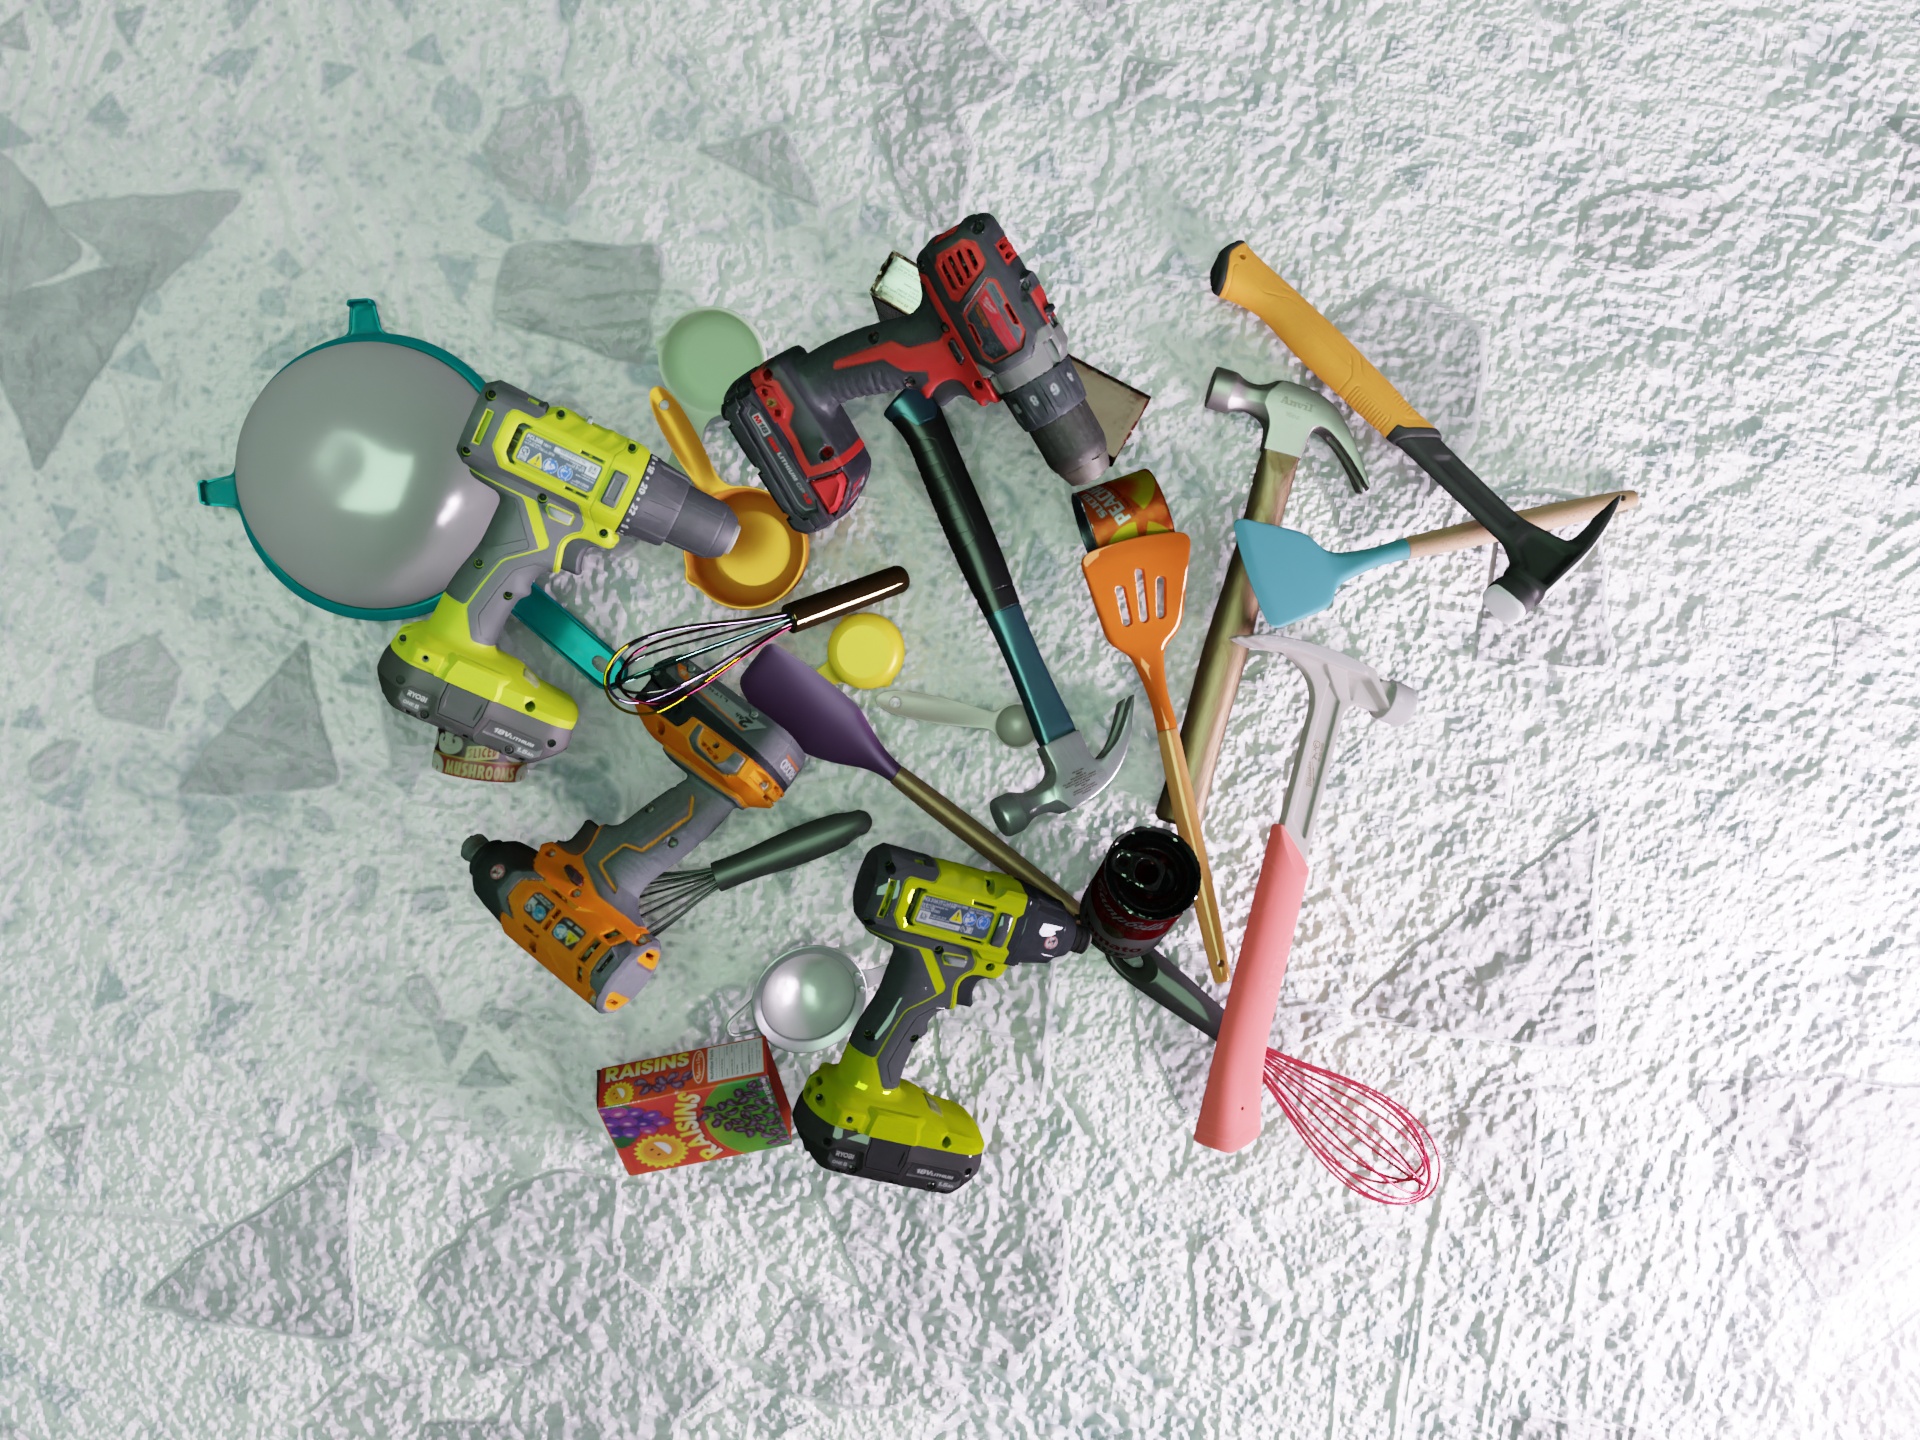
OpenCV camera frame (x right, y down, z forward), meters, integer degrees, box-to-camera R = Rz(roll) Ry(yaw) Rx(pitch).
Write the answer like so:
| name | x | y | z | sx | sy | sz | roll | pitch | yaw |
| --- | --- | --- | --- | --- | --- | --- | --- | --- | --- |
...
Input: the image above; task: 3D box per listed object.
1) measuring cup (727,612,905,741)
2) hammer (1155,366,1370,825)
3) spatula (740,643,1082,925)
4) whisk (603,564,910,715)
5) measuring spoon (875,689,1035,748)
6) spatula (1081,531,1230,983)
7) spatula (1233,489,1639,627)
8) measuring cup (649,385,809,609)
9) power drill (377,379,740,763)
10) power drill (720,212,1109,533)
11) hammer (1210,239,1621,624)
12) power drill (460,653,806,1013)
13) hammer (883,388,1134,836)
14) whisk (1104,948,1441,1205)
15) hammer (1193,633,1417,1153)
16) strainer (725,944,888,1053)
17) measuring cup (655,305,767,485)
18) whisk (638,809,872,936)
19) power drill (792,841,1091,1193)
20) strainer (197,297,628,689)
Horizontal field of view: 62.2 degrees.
| name | x | y | z | sx | sy | sz | roll | pitch | yaw |
| --- | --- | --- | --- | --- | --- | --- | --- | --- | --- |
| measuring cup | -0.112 | -0.025 | 1.164 | 0.156 | 0.029 | 0.062 | -32 | 91 | 1 |
| hammer | 0.205 | -0.083 | 1.162 | 0.130 | 0.031 | 0.331 | 15 | 92 | 0 |
| spatula | -0.029 | 0.056 | 1.163 | 0.316 | 0.018 | 0.059 | 37 | 110 | -5 |
| whisk | -0.138 | -0.060 | 1.111 | 0.245 | 0.051 | 0.047 | -23 | 81 | -30 |
| measuring spoon | -0.002 | -0.004 | 1.175 | 0.124 | 0.018 | 0.034 | 11 | 82 | 6 |
| spatula | 0.154 | 0.030 | 1.131 | 0.081 | 0.041 | 0.322 | -13 | 91 | -8 |
| spatula | 0.346 | -0.130 | 1.134 | 0.317 | 0.044 | 0.082 | -13 | 75 | -10 |
| measuring cup | -0.173 | -0.161 | 1.147 | 0.095 | 0.052 | 0.173 | -29 | 92 | 3 |
| power drill | -0.276 | -0.093 | 1.087 | 0.190 | 0.080 | 0.228 | 25 | 99 | -17 |
| power drill | -0.025 | -0.209 | 1.074 | 0.226 | 0.080 | 0.187 | -25 | 107 | 24 |
| hammer | 0.311 | -0.224 | 1.133 | 0.127 | 0.034 | 0.337 | -41 | 81 | -20 |
| power drill | -0.235 | 0.068 | 1.114 | 0.164 | 0.084 | 0.226 | 35 | 79 | 16 |
| hammer | 0.024 | -0.092 | 1.149 | 0.128 | 0.033 | 0.331 | -22 | 87 | -17 |
| whisk | 0.225 | 0.251 | 1.161 | 0.296 | 0.073 | 0.073 | 38 | 91 | 5 |
| hammer | 0.217 | 0.123 | 1.123 | 0.149 | 0.037 | 0.359 | 18 | 83 | -19 |
| strainer | -0.046 | 0.183 | 1.165 | 0.258 | 0.050 | 0.086 | -14 | 112 | -6 |
| measuring cup | -0.191 | -0.220 | 1.162 | 0.083 | 0.038 | 0.167 | 18 | 108 | -5 |
| whisk | -0.176 | 0.115 | 1.163 | 0.239 | 0.055 | 0.055 | -21 | 92 | -4 |
| power drill | -0.015 | 0.211 | 1.123 | 0.171 | 0.080 | 0.223 | 17 | 100 | -17 |
| strainer | -0.378 | -0.136 | 1.128 | 0.340 | 0.095 | 0.211 | 40 | 91 | 0 |
